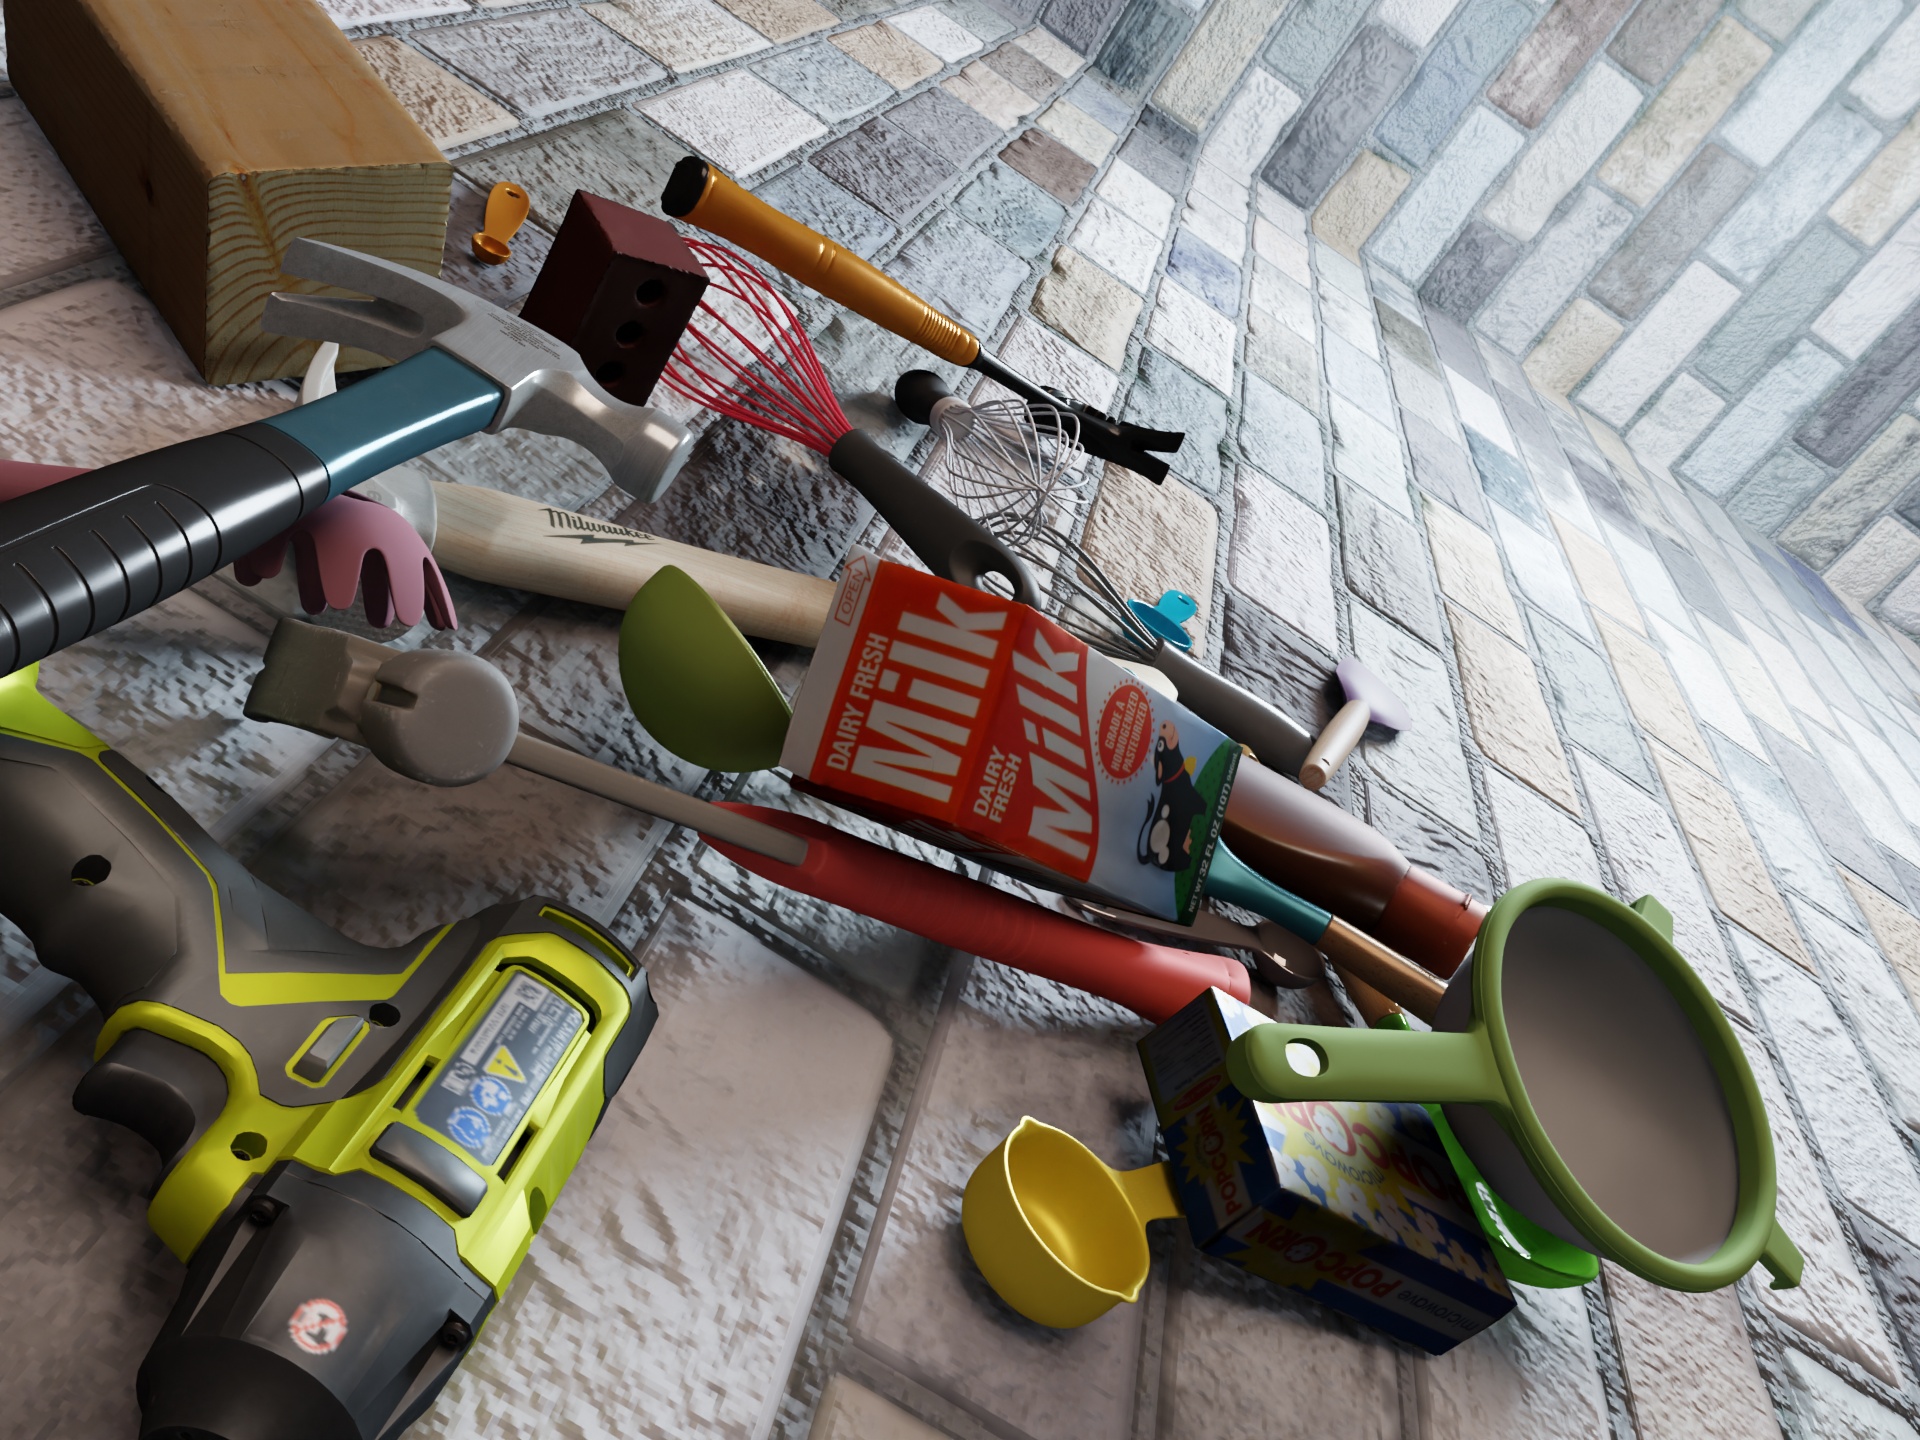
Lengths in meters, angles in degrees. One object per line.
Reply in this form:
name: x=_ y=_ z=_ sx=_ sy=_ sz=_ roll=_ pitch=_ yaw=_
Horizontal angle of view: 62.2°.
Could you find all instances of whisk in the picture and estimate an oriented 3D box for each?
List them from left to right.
whisk: x=-0.064 y=-0.136 z=0.740 sx=0.296 sy=0.073 sz=0.073 roll=44 pitch=29 yaw=26
whisk: x=0.005 y=-0.149 z=0.815 sx=0.070 sy=0.070 sz=0.285 roll=24 pitch=13 yaw=-22
whisk: x=0.097 y=-0.033 z=0.813 sx=0.238 sy=0.055 sz=0.055 roll=32 pitch=28 yaw=-17

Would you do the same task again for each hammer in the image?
hammer: x=-0.178 y=-0.060 z=0.400 sx=0.128 sy=0.033 sz=0.331 roll=32 pitch=25 yaw=-4
hammer: x=-0.069 y=-0.052 z=0.666 sx=0.410 sy=0.038 sz=0.146 roll=13 pitch=35 yaw=-37
hammer: x=-0.039 y=0.048 z=0.512 sx=0.358 sy=0.037 sz=0.149 roll=25 pitch=-10 yaw=-36
hammer: x=-0.017 y=-0.216 z=0.879 sx=0.336 sy=0.034 sz=0.127 roll=20 pitch=9 yaw=-42

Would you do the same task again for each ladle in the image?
ladle: x=-0.001 y=-0.002 z=0.631 sx=0.320 sy=0.062 sz=0.078 roll=9 pitch=25 yaw=-48

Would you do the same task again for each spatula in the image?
spatula: x=0.218 y=0.001 z=0.881 sx=0.060 sy=0.018 sz=0.316 roll=44 pitch=21 yaw=9
spatula: x=0.172 y=0.098 z=0.645 sx=0.317 sy=0.044 sz=0.082 roll=33 pitch=65 yaw=4

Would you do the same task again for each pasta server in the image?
pasta server: x=-0.291 y=-0.057 z=0.407 sx=0.316 sy=0.040 sz=0.060 roll=4 pitch=0 yaw=-29

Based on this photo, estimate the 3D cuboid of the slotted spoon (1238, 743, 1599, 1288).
slotted spoon: x=0.178 y=0.114 z=0.696 sx=0.070 sy=0.031 sz=0.314 roll=16 pitch=32 yaw=-28

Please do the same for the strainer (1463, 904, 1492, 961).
strainer: x=0.319 y=0.123 z=0.825 sx=0.258 sy=0.050 sz=0.087 roll=-4 pitch=63 yaw=-54

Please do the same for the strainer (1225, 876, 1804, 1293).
strainer: x=0.179 y=0.132 z=0.560 sx=0.256 sy=0.069 sz=0.152 roll=9 pitch=57 yaw=-31

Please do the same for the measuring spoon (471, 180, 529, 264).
measuring spoon: x=-0.236 y=-0.256 z=0.817 sx=0.021 sy=0.011 sz=0.117 roll=24 pitch=27 yaw=-22

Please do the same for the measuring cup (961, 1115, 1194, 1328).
measuring cup: x=0.054 y=0.158 z=0.507 sx=0.156 sy=0.029 sz=0.062 roll=16 pitch=35 yaw=-54

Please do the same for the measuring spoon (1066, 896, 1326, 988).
measuring spoon: x=0.096 y=0.090 z=0.660 sx=0.124 sy=0.018 sz=0.034 roll=17 pitch=32 yaw=-19

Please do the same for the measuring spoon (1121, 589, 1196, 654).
measuring spoon: x=0.114 y=-0.054 z=0.893 sx=0.042 sy=0.021 sz=0.128 roll=37 pitch=19 yaw=6

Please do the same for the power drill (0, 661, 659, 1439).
power drill: x=-0.188 y=0.057 z=0.334 sx=0.223 sy=0.080 sz=0.171 roll=36 pitch=28 yaw=-7
